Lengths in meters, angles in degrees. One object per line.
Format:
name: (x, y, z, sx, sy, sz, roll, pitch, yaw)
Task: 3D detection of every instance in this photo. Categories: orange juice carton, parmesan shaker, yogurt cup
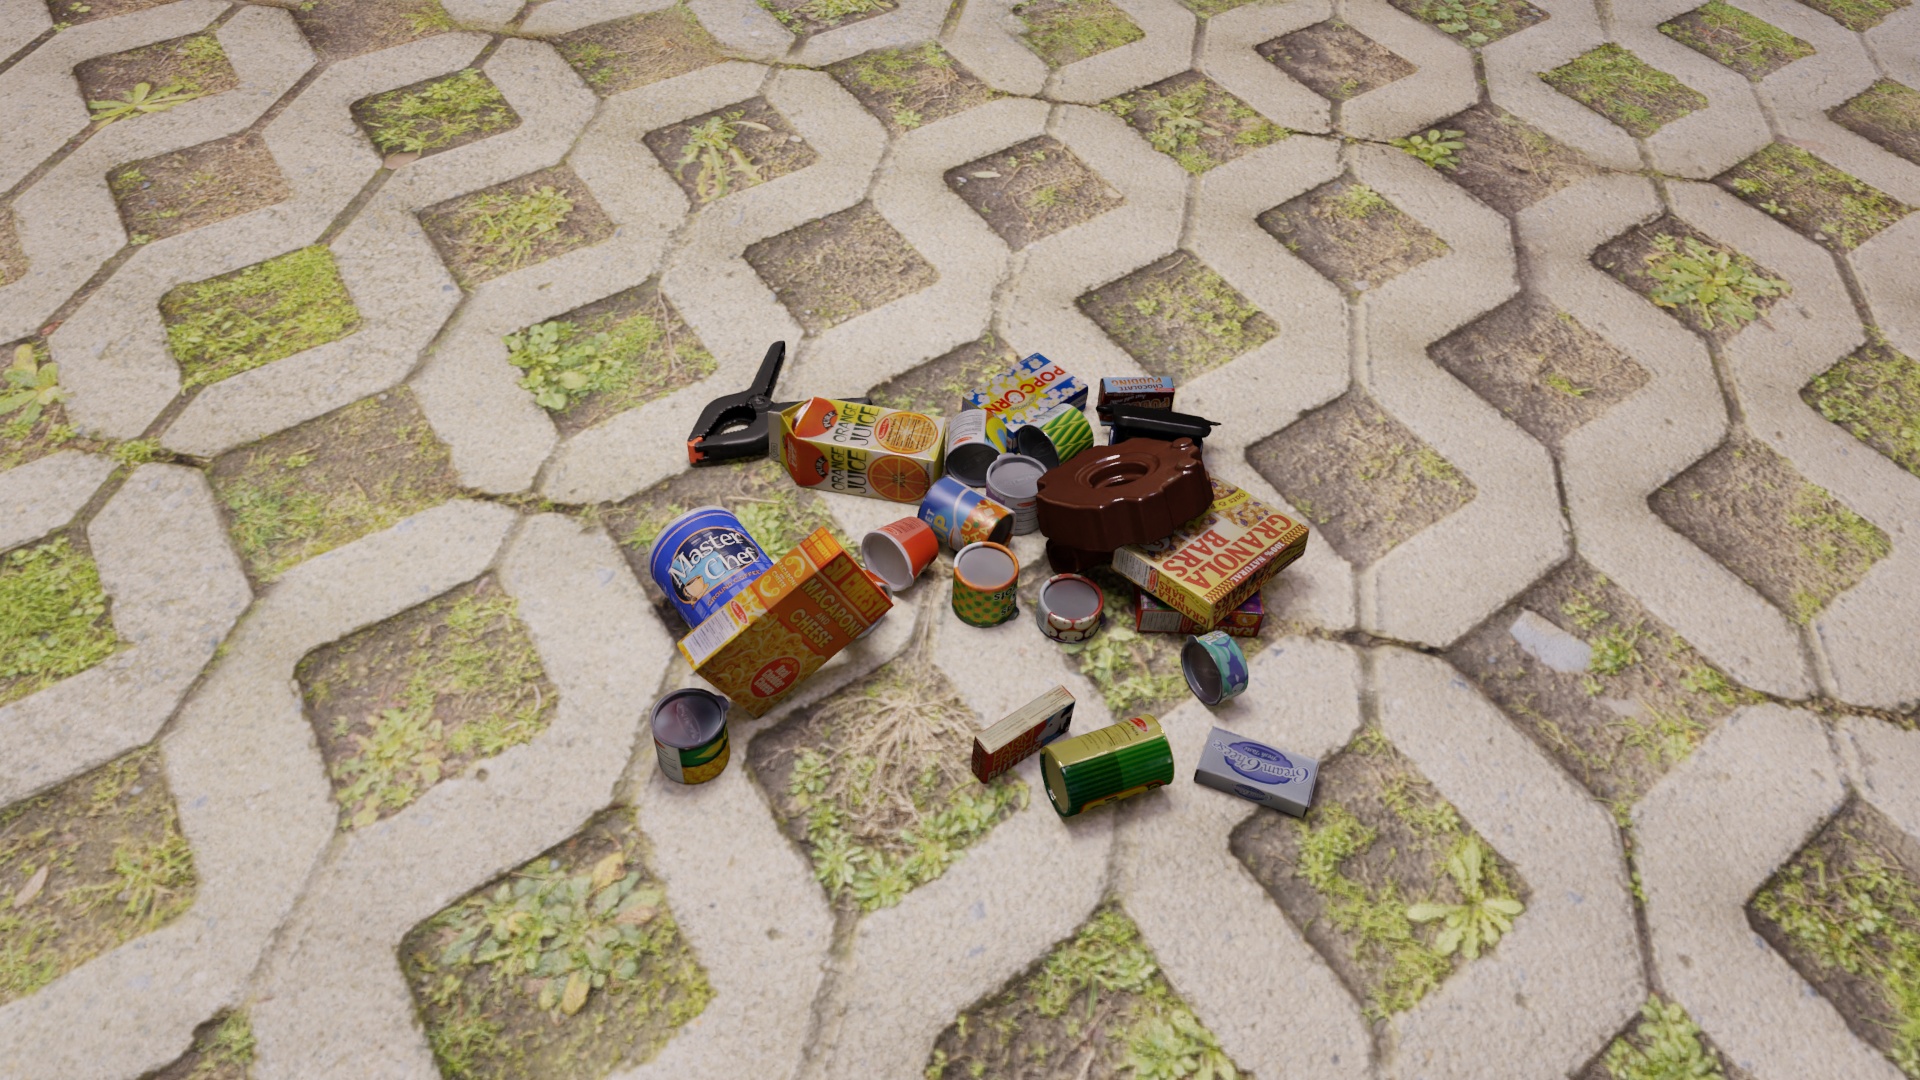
orange juice carton: (-0.116, -0.100, 1.510, 0.193, 0.071, 0.073, 9, 46, 5)
parmesan shaker: (0.129, 0.201, 1.242, 0.103, 0.071, 0.071, -15, 49, -16)
yogurt cup: (-0.059, 0.010, 1.414, 0.072, 0.072, 0.054, 33, 45, 26)

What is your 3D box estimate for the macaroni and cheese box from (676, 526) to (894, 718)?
macaroni and cheese box: (-0.156, 0.075, 1.261, 0.166, 0.123, 0.040, -40, 56, -2)

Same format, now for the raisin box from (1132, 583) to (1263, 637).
raisin box: (0.239, 0.051, 1.408, 0.123, 0.039, 0.086, 3, 45, -1)

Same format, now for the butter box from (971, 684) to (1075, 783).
butter box: (0.057, 0.176, 1.267, 0.104, 0.052, 0.024, -28, 57, -26)

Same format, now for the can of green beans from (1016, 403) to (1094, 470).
can of green beans: (0.105, -0.110, 1.537, 0.058, 0.070, 0.071, -32, 56, -30)

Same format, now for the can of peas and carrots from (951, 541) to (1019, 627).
can of peas and carrots: (0.027, 0.045, 1.388, 0.071, 0.058, 0.071, 1, 46, -1)

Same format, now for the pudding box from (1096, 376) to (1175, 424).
pudding box: (0.202, -0.161, 1.603, 0.084, 0.049, 0.030, -1, 44, -5)

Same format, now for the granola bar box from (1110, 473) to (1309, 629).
granola bar box: (0.251, 0.009, 1.394, 0.124, 0.038, 0.166, 34, 49, 31)

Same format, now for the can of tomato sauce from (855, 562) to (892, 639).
can of tomato sauce: (-0.119, 0.048, 1.368, 0.083, 0.070, 0.071, 33, 53, 25)

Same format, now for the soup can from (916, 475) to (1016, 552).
soup can: (0.005, -0.018, 1.443, 0.084, 0.071, 0.072, 30, 52, 23)

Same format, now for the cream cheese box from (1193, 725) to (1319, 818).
cream cheese box: (0.270, 0.210, 1.266, 0.104, 0.024, 0.054, 18, 48, 13)

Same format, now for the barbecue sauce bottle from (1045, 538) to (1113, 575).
barbecue sauce bottle: (0.166, -0.006, 1.448, 0.149, 0.043, 0.065, -19, 10, -25)

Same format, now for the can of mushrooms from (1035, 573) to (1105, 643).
can of mushrooms: (0.112, 0.067, 1.389, 0.071, 0.033, 0.071, 1, 45, -1)

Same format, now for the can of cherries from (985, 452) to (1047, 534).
can of cherries: (0.059, -0.050, 1.482, 0.071, 0.058, 0.072, 1, 46, -1)

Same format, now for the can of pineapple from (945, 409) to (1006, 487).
can of pineapple: (0.018, -0.100, 1.525, 0.071, 0.070, 0.058, 4, 46, 0)

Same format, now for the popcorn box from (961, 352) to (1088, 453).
popcorn box: (0.074, -0.159, 1.601, 0.127, 0.038, 0.085, -33, 57, -30)

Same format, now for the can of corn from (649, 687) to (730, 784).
can of corn: (-0.239, 0.175, 1.247, 0.071, 0.058, 0.071, 2, 46, -2)

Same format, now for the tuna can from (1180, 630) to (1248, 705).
tuna can: (0.241, 0.119, 1.322, 0.033, 0.070, 0.071, -19, 50, -22)
